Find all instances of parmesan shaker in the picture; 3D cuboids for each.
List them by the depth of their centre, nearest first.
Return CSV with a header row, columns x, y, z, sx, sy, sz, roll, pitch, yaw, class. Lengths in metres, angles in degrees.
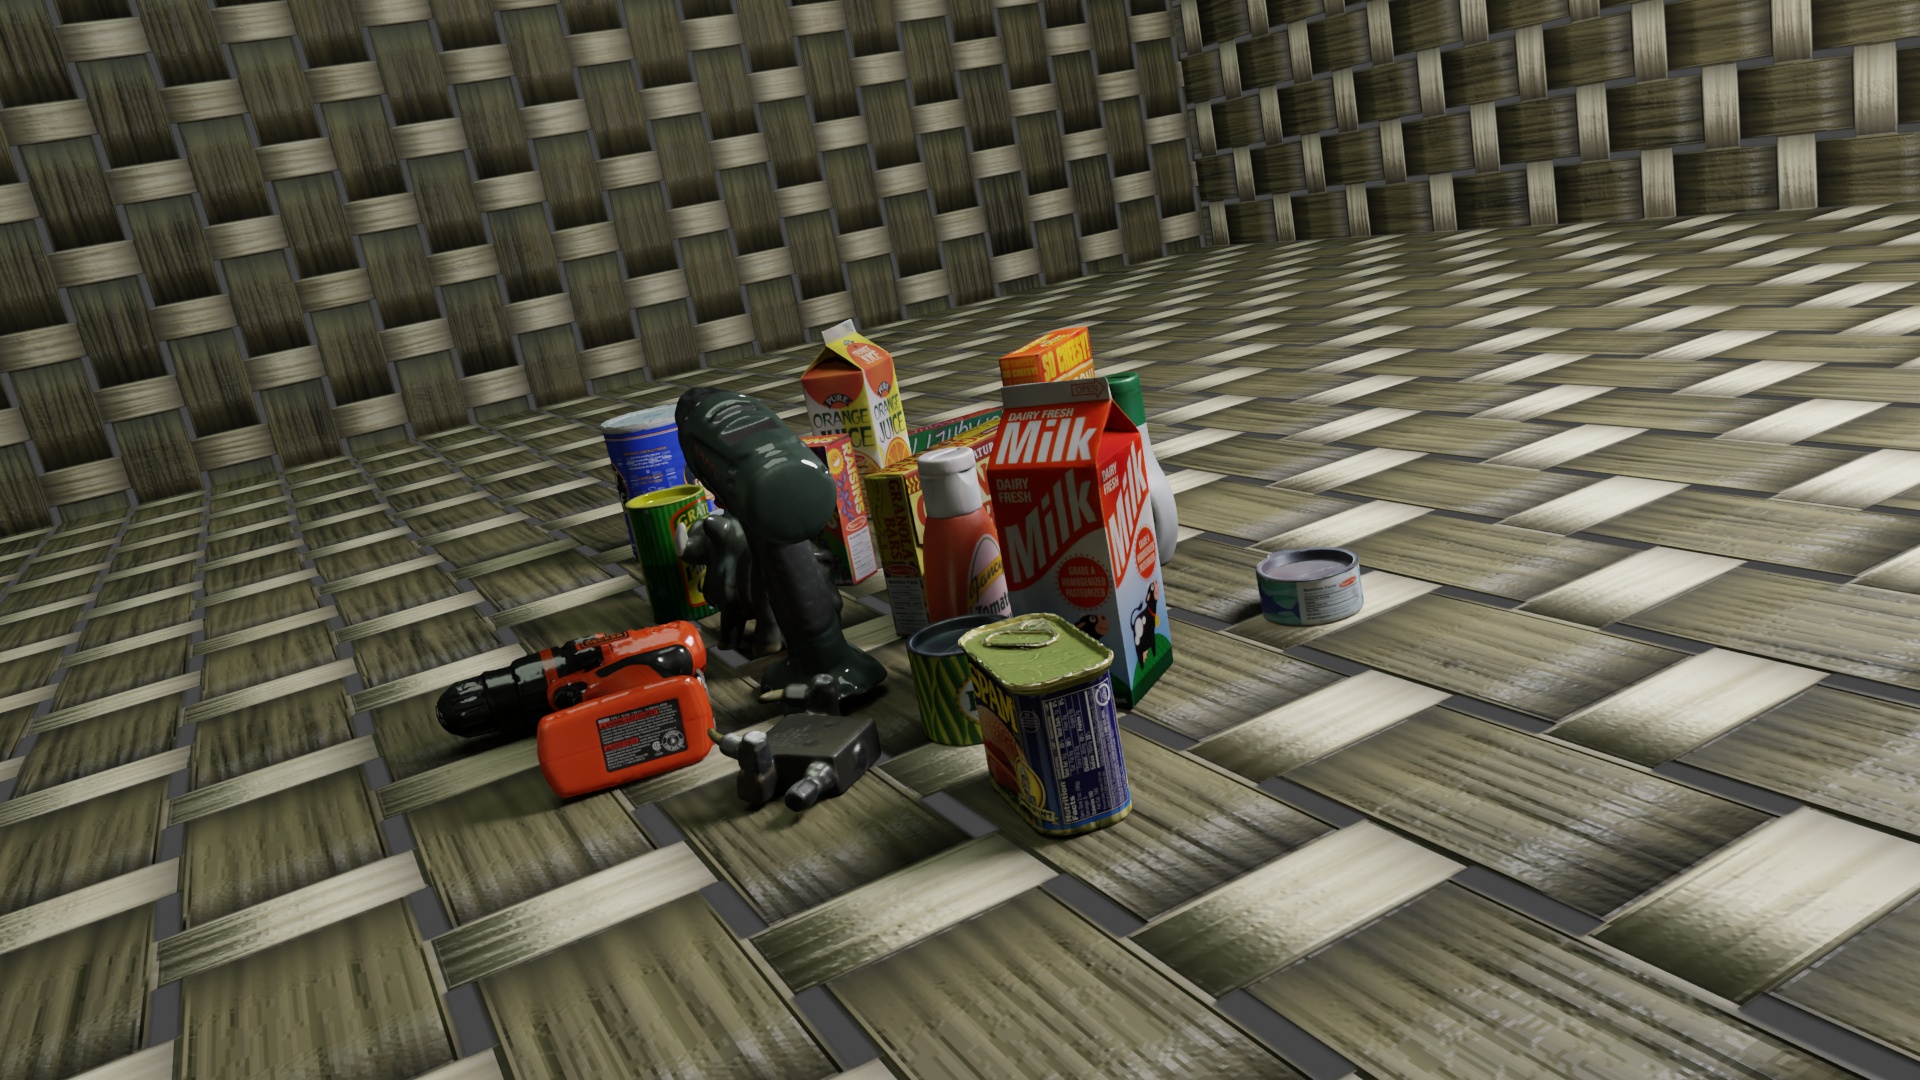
x,y,z,sx,sy,sz,roll,pitch,yaw,class
-0.236,0.011,1.169,0.071,0.102,0.071,-10,14,3,parmesan shaker

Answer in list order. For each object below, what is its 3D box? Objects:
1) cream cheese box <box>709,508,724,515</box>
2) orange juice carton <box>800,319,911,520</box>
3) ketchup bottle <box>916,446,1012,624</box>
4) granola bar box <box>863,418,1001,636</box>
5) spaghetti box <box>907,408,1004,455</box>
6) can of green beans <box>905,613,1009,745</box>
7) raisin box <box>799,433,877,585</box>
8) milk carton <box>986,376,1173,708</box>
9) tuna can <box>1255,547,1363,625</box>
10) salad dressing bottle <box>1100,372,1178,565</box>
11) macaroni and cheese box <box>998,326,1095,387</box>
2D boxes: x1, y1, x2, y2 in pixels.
x,y,z,sx,sy,sz,roll,pitch,yaw,class
-0.244,0.008,1.281,0.104,0.053,0.024,-23,19,-39,cream cheese box
-0.103,-0.121,1.389,0.073,0.192,0.072,-5,16,23,orange juice carton
0.003,0.016,0.891,0.043,0.148,0.065,1,19,39,ketchup bottle
0.004,-0.013,1.044,0.039,0.124,0.166,0,18,36,granola bar box
-0.056,-0.093,1.530,0.251,0.050,0.028,-19,16,-28,spaghetti box
0.005,0.082,0.821,0.071,0.057,0.071,-10,15,3,can of green beans
-0.125,-0.025,1.183,0.086,0.123,0.040,-1,17,33,raisin box
0.070,-0.002,0.826,0.072,0.190,0.074,-3,17,30,milk carton
0.226,0.029,0.906,0.071,0.032,0.071,-10,15,3,tuna can
0.128,-0.052,1.055,0.064,0.147,0.044,2,20,42,salad dressing bottle
0.084,-0.088,1.182,0.040,0.166,0.124,-4,16,26,macaroni and cheese box
